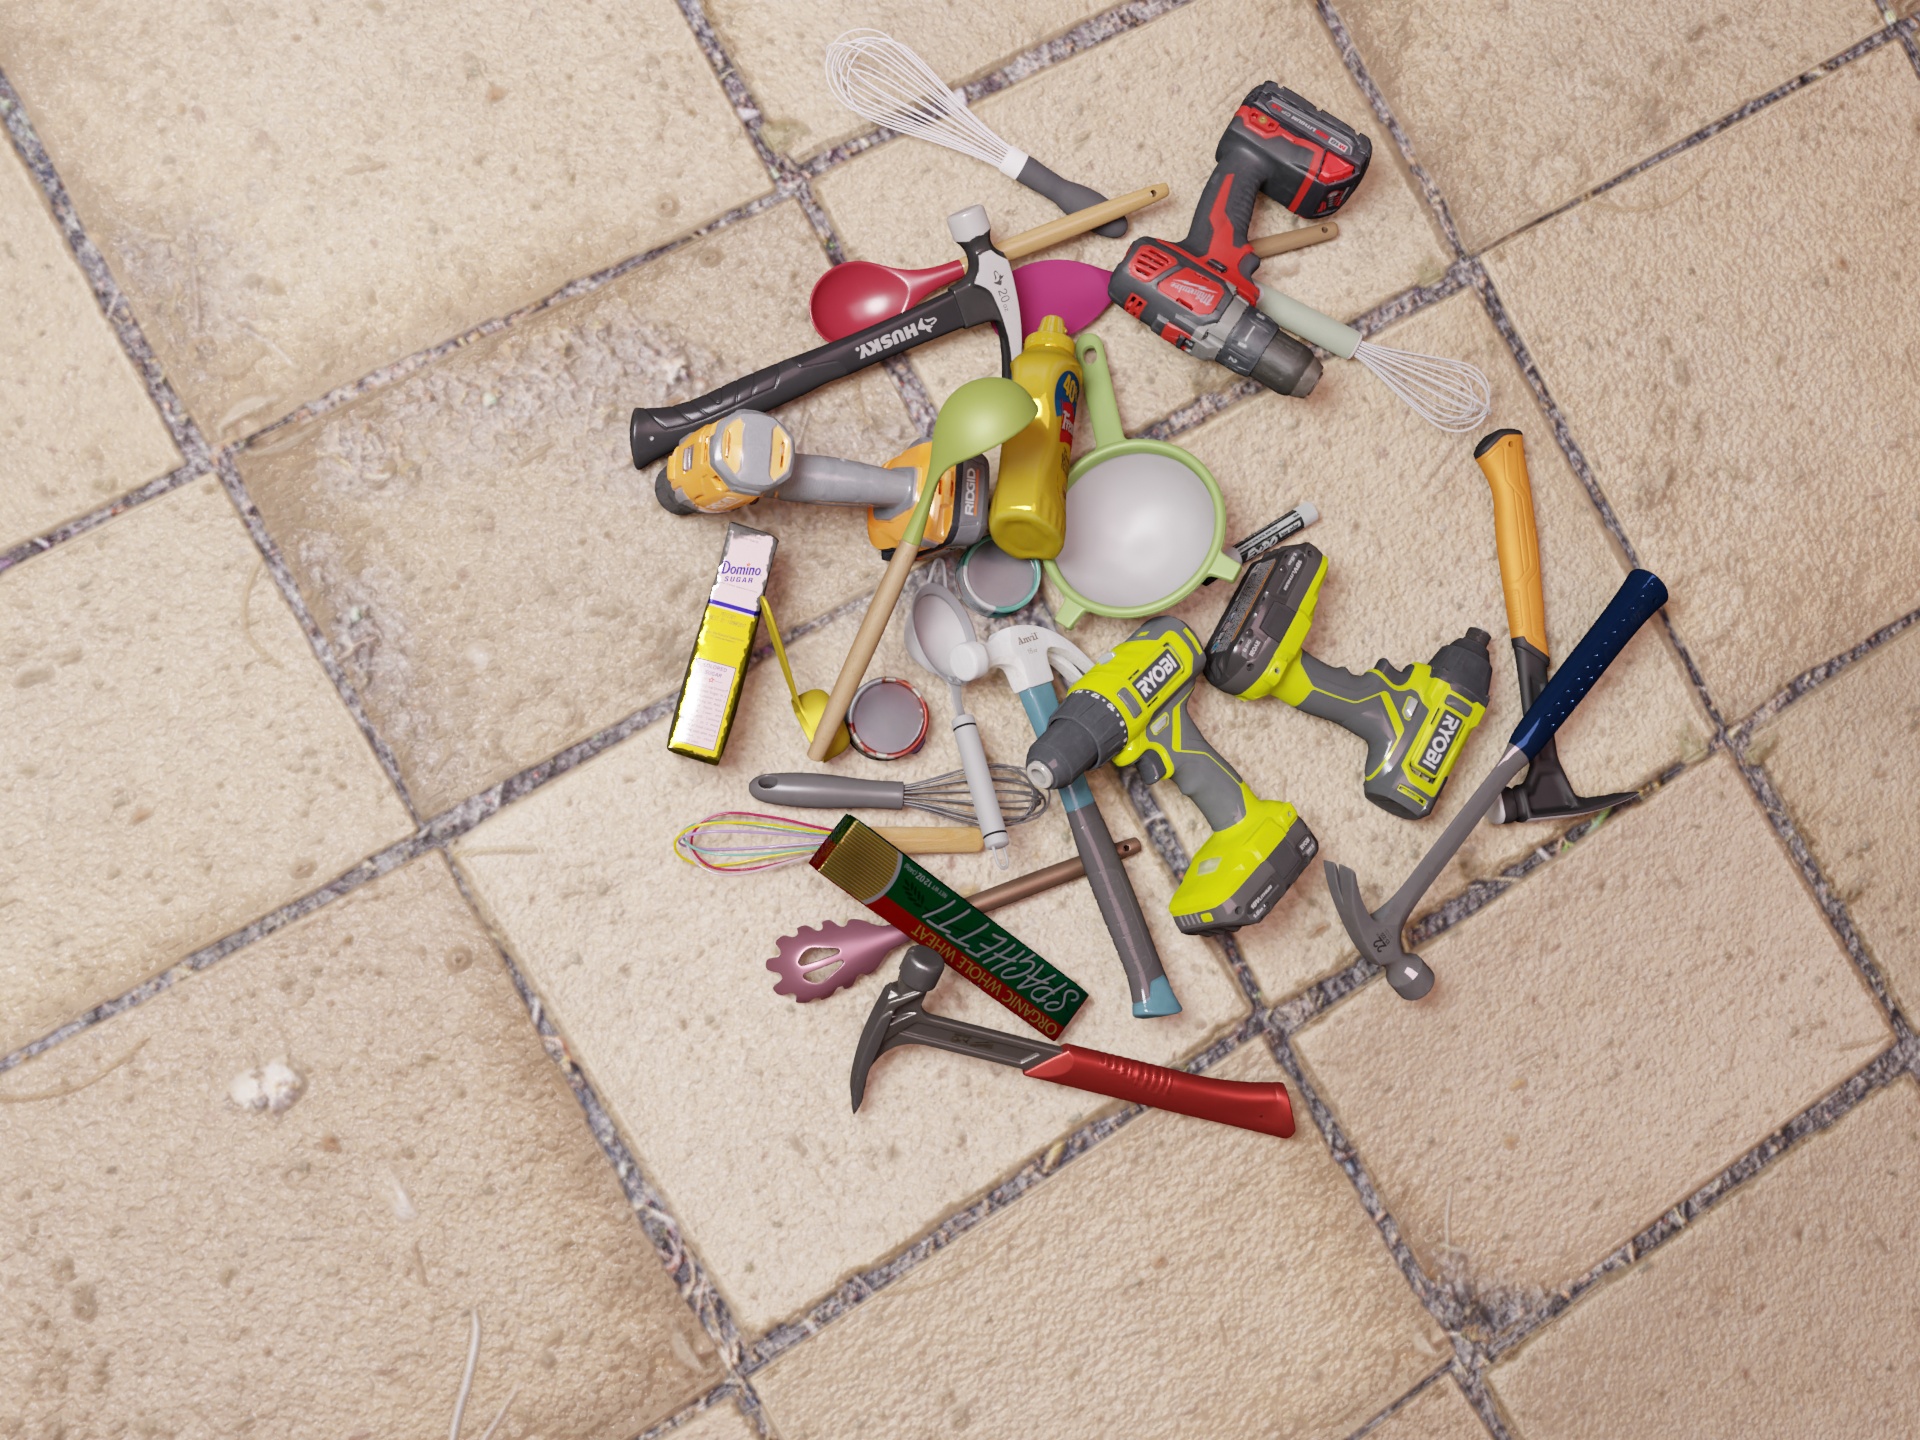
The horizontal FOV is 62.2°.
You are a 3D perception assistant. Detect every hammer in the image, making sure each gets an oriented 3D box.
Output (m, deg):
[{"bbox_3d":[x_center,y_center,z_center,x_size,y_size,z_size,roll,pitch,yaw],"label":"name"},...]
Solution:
[{"bbox_3d":[0.493,-0.084,1.363,0.127,0.034,0.337,-6,87,-9],"label":"hammer"},{"bbox_3d":[-0.108,-0.276,1.263,0.335,0.035,0.146,-24,112,-5],"label":"hammer"},{"bbox_3d":[0.097,0.282,1.253,0.359,0.037,0.149,17,114,-15],"label":"hammer"},{"bbox_3d":[0.447,0.031,1.298,0.405,0.035,0.144,-49,116,-11],"label":"hammer"},{"bbox_3d":[0.098,0.081,1.251,0.128,0.033,0.331,-20,88,-43],"label":"hammer"}]

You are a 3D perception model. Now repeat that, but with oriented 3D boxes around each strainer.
[{"bbox_3d":[0.135,-0.195,1.303,0.151,0.069,0.257,-16,69,15],"label":"strainer"},{"bbox_3d":[-0.002,-0.004,1.243,0.050,0.086,0.259,-28,67,30],"label":"strainer"}]

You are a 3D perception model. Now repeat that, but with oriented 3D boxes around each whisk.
[{"bbox_3d":[-0.047,0.056,1.258,0.239,0.055,0.055,3,85,-5],"label":"whisk"},{"bbox_3d":[0.016,-0.474,1.302,0.284,0.070,0.070,28,82,-11],"label":"whisk"},{"bbox_3d":[-0.102,0.096,1.251,0.245,0.051,0.047,1,107,-14],"label":"whisk"},{"bbox_3d":[0.341,-0.314,1.351,0.246,0.059,0.058,26,99,-2],"label":"whisk"}]

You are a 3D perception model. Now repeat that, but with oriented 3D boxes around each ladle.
[{"bbox_3d":[0.025,-0.379,1.295,0.315,0.031,0.069,-22,105,-5],"label":"ladle"},{"bbox_3d":[-0.035,-0.102,1.157,0.062,0.078,0.320,21,111,-13],"label":"ladle"}]

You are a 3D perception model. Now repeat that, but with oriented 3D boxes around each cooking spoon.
[{"bbox_3d":[0.173,-0.377,1.340,0.319,0.017,0.069,-17,85,-10],"label":"cooking spoon"}]

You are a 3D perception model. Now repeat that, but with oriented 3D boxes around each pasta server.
[{"bbox_3d":[-0.001,0.151,1.268,0.316,0.040,0.060,-19,89,-14],"label":"pasta server"}]

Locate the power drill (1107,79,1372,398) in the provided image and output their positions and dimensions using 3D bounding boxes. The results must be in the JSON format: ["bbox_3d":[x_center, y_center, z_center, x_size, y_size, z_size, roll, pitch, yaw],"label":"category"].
[{"bbox_3d":[0.250,-0.386,1.303,0.188,0.080,0.227,32,77,3],"label":"power drill"}]

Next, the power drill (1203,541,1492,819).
[{"bbox_3d":[0.327,-0.044,1.314,0.223,0.080,0.171,31,81,-10],"label":"power drill"}]

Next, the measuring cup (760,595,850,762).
[{"bbox_3d":[-0.118,-0.035,1.213,0.029,0.062,0.156,-26,128,-13],"label":"measuring cup"}]

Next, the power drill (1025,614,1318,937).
[{"bbox_3d":[0.162,0.054,1.241,0.190,0.080,0.228,-42,100,-35],"label":"power drill"}]

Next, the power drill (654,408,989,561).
[{"bbox_3d":[-0.115,-0.176,1.219,0.226,0.185,0.084,6,85,-28],"label":"power drill"}]
